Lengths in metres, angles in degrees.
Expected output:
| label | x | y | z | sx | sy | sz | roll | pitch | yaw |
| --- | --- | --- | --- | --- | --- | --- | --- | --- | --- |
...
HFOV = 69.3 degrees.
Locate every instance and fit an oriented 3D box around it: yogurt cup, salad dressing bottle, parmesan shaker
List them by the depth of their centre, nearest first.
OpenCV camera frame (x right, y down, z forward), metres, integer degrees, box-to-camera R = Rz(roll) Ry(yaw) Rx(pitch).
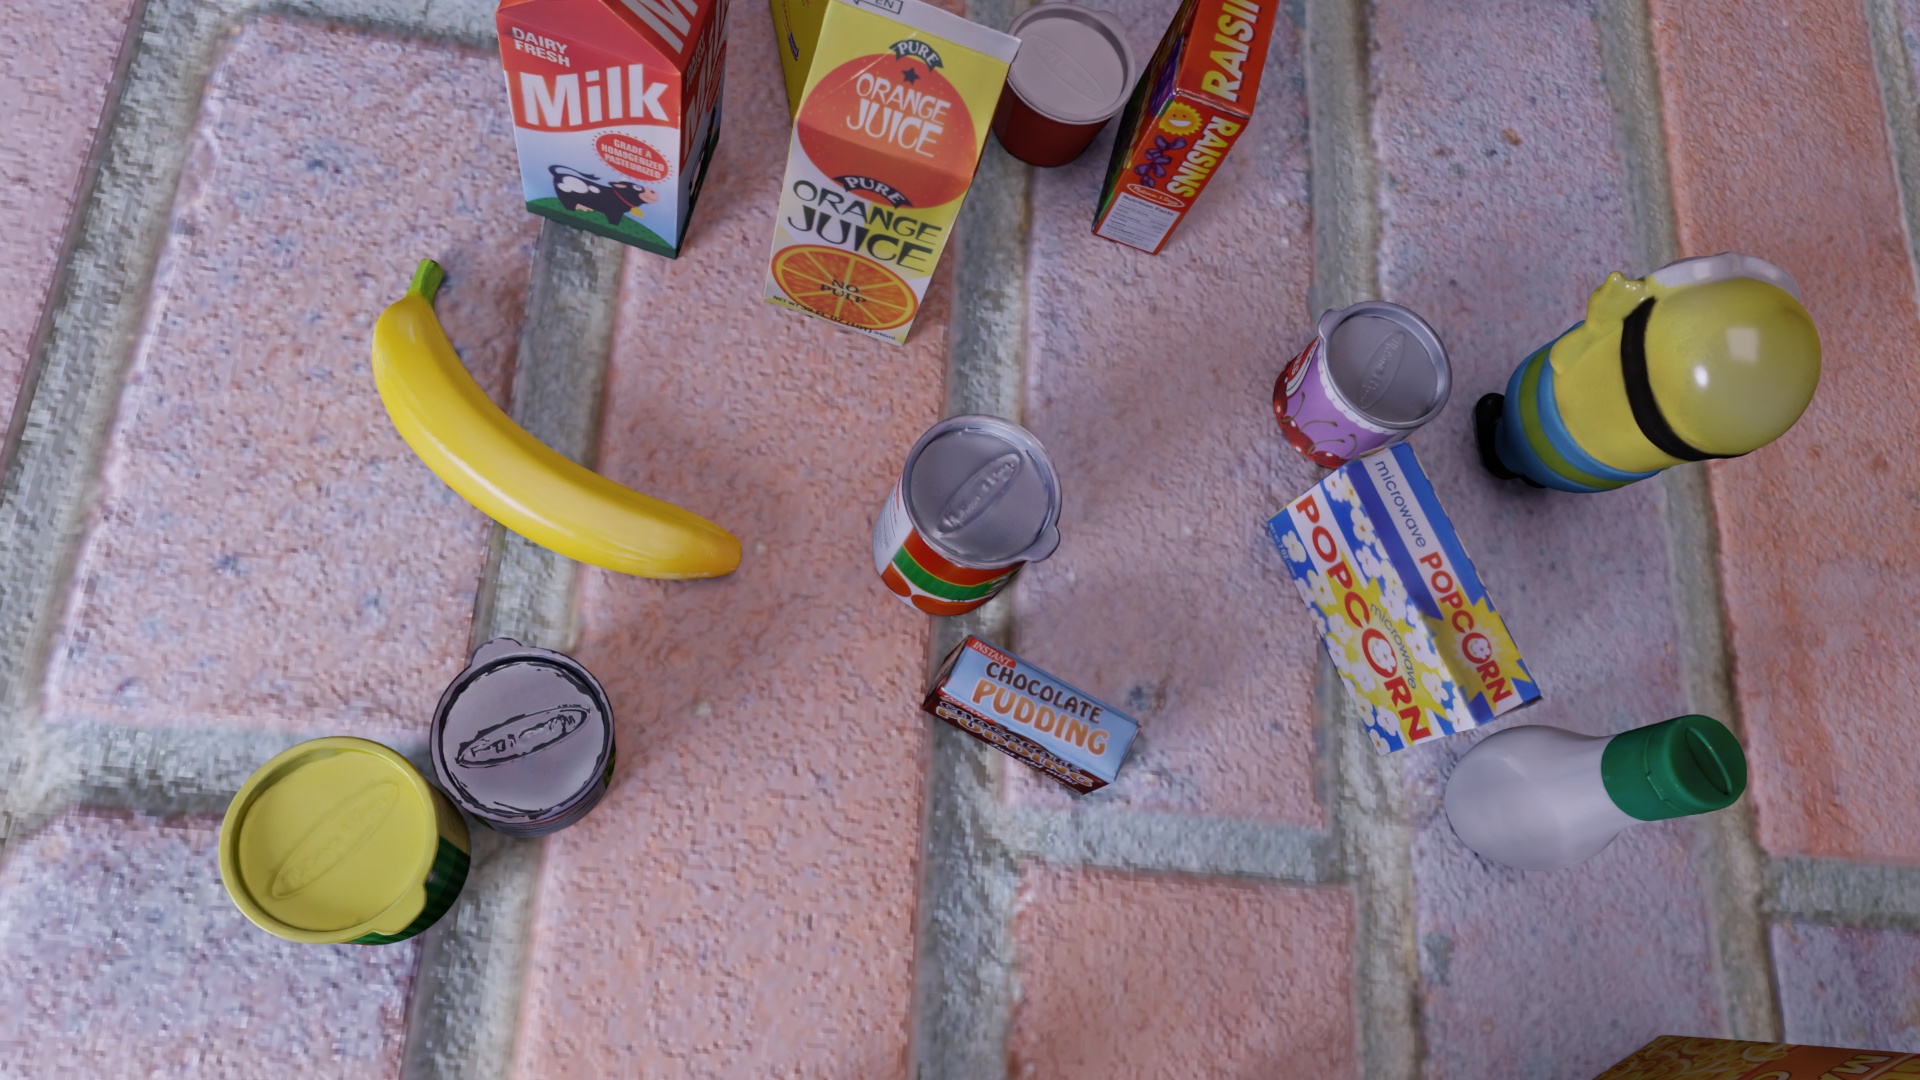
| label | x | y | z | sx | sy | sz | roll | pitch | yaw |
| --- | --- | --- | --- | --- | --- | --- | --- | --- | --- |
| parmesan shaker | -0.213 | 0.113 | 0.496 | 0.071 | 0.102 | 0.071 | 4 | 72 | -12 |
| salad dressing bottle | 0.263 | 0.104 | 0.586 | 0.044 | 0.147 | 0.064 | -25 | 80 | -19 |
| yogurt cup | 0.047 | -0.224 | 0.692 | 0.072 | 0.053 | 0.072 | 4 | 72 | -12 |

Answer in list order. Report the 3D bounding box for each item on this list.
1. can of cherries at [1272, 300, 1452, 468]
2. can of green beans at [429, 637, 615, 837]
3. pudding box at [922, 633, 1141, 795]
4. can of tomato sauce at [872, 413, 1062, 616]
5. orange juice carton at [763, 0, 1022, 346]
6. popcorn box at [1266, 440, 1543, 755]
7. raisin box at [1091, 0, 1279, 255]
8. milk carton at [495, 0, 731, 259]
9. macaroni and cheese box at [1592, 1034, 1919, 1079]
| label | x | y | z | sx | sy | sz | roll | pitch | yaw |
| --- | --- | --- | --- | --- | --- | --- | --- | --- | --- |
| can of cherries | 0.192 | -0.076 | 0.676 | 0.071 | 0.058 | 0.071 | 4 | 72 | -12 |
| can of green beans | -0.168 | 0.080 | 0.542 | 0.071 | 0.057 | 0.071 | 4 | 72 | -12 |
| pudding box | 0.030 | 0.075 | 0.594 | 0.084 | 0.049 | 0.030 | 29 | 69 | -3 |
| can of tomato sauce | 0.002 | -0.007 | 0.596 | 0.071 | 0.082 | 0.071 | 4 | 72 | -12 |
| orange juice carton | -0.031 | -0.161 | 0.580 | 0.072 | 0.192 | 0.073 | 18 | 70 | -7 |
| popcorn box | 0.196 | 0.028 | 0.629 | 0.038 | 0.085 | 0.127 | -20 | 78 | -18 |
| raisin box | 0.106 | -0.206 | 0.663 | 0.040 | 0.123 | 0.086 | 19 | 70 | -6 |
| milk carton | -0.139 | -0.198 | 0.568 | 0.073 | 0.190 | 0.072 | 17 | 70 | -7 |
| macaroni and cheese box | 0.294 | 0.240 | 0.539 | 0.124 | 0.166 | 0.040 | -22 | 79 | -18 |
